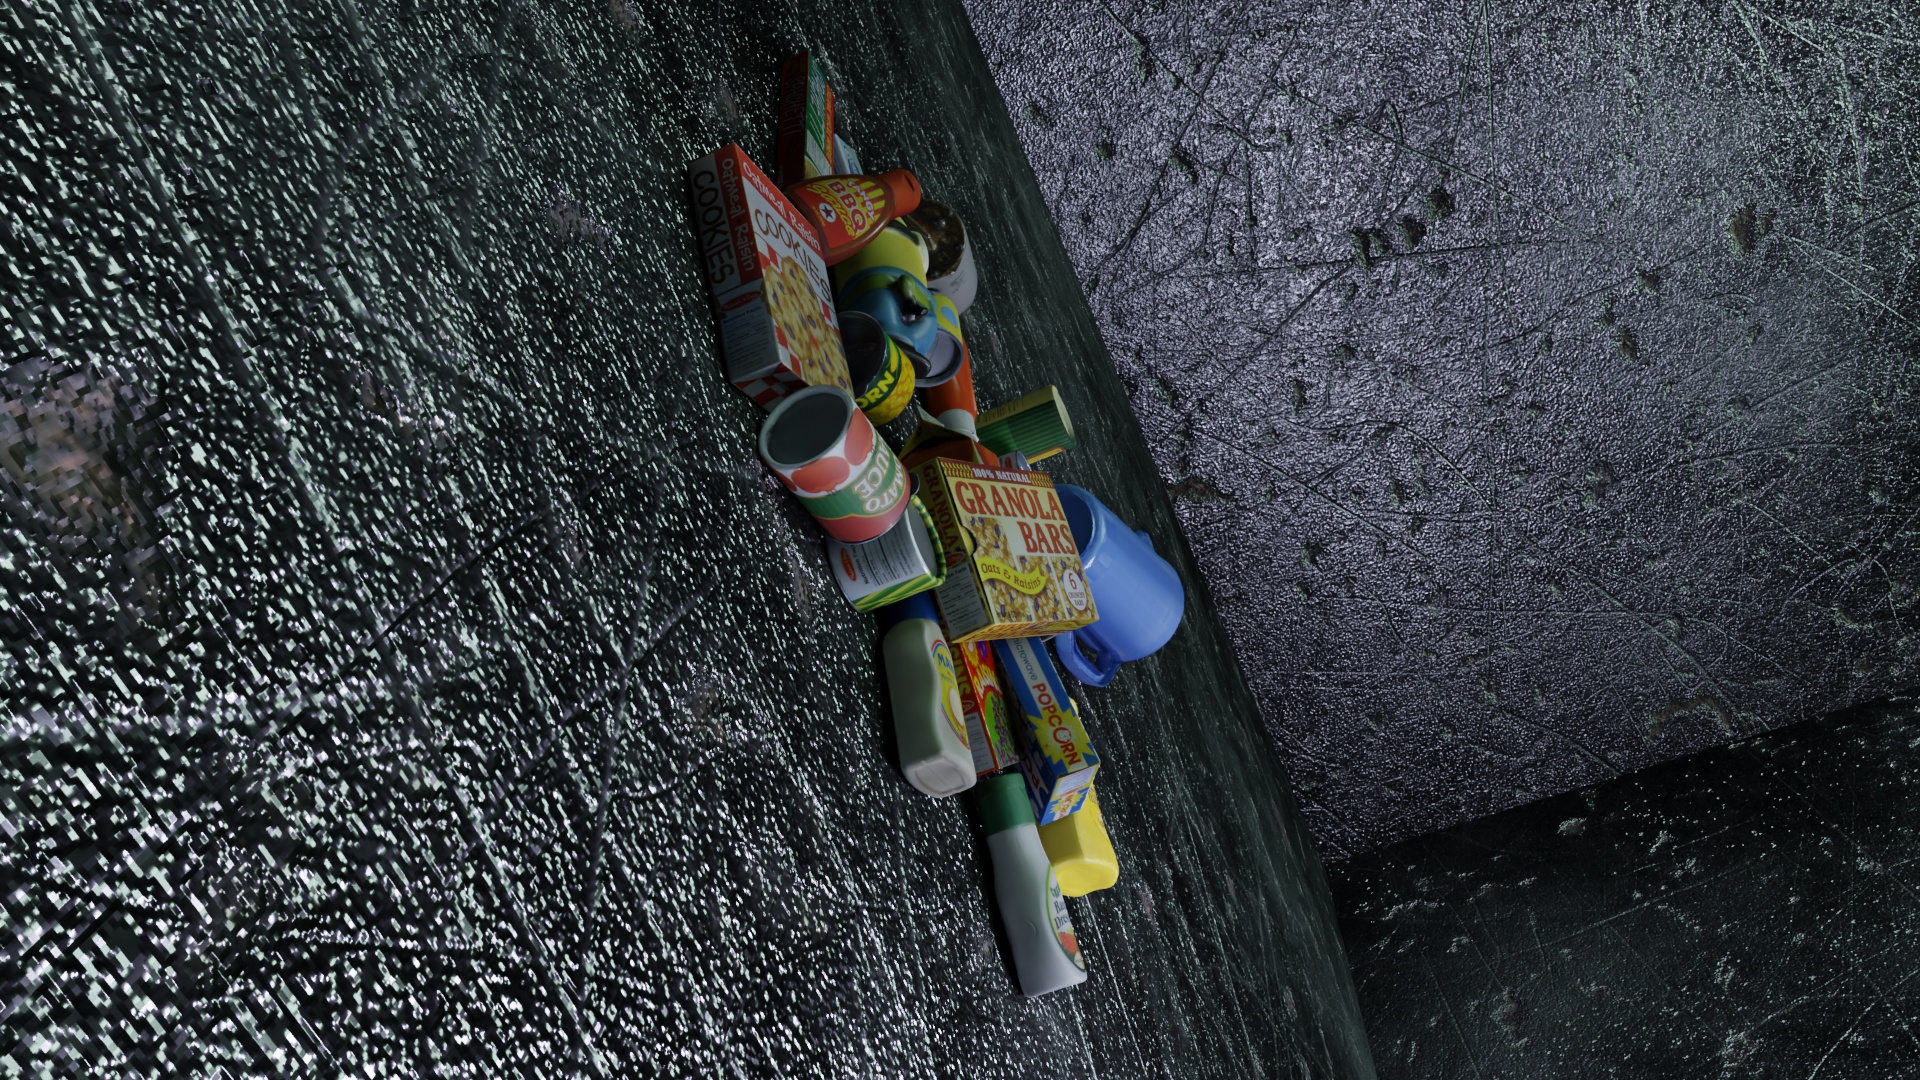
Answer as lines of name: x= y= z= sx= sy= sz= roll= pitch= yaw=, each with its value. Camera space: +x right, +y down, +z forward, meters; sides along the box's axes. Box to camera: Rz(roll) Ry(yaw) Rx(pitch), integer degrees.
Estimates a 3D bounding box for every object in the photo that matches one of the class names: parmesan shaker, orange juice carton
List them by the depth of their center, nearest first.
orange juice carton: x=0.004 y=-0.014 z=1.111 sx=0.072 sy=0.073 sz=0.193 roll=24 pitch=46 yaw=-70
parmesan shaker: x=0.056 y=-0.105 z=1.380 sx=0.071 sy=0.103 sz=0.071 roll=-22 pitch=91 yaw=-77

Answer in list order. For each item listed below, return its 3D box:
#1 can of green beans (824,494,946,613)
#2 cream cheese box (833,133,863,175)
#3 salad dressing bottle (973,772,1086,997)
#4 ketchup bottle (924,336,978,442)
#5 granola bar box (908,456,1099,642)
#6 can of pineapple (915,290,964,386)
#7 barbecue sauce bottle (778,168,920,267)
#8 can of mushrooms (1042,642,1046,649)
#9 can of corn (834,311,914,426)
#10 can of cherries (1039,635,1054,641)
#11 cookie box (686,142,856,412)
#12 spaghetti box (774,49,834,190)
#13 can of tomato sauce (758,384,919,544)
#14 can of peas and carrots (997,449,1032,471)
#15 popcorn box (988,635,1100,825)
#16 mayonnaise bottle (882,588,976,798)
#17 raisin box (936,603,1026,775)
can of green beans: x=-0.048 y=0.007 z=0.911 sx=0.071 sy=0.058 sz=0.071 roll=-22 pitch=91 yaw=-77
cream cheese box: x=-0.099 y=-0.312 z=1.257 sx=0.053 sy=0.024 sz=0.104 roll=9 pitch=61 yaw=-75
salad dressing bottle: x=0.045 y=0.237 z=0.962 sx=0.064 sy=0.044 sz=0.148 roll=36 pitch=35 yaw=-68
ketchup bottle: x=-0.009 y=-0.136 z=1.302 sx=0.064 sy=0.043 sz=0.149 roll=54 pitch=21 yaw=-45
granola bar box: x=0.032 y=0.007 z=1.006 sx=0.166 sy=0.039 sz=0.124 roll=3 pitch=65 yaw=-59
can of pineapple: x=-0.033 y=-0.180 z=1.231 sx=0.058 sy=0.071 sz=0.070 roll=-98 pitch=161 yaw=-44
barbecue sauce bottle: x=-0.085 y=-0.252 z=1.063 sx=0.065 sy=0.043 sz=0.149 roll=58 pitch=40 yaw=-5
can of mushrooms: x=0.048 y=0.075 z=1.232 sx=0.071 sy=0.033 sz=0.071 roll=-23 pitch=91 yaw=-77
can of corn: x=-0.072 y=-0.119 z=0.989 sx=0.058 sy=0.071 sz=0.071 roll=43 pitch=29 yaw=-63
can of cherries: x=0.041 y=0.062 z=1.165 sx=0.071 sy=0.071 sz=0.058 roll=19 pitch=51 yaw=-73
cookie box: x=-0.122 y=-0.158 z=0.913 sx=0.122 sy=0.040 sz=0.168 roll=40 pitch=33 yaw=-64
spaghetti box: x=-0.129 y=-0.335 z=1.167 sx=0.251 sy=0.028 sz=0.050 roll=-96 pitch=160 yaw=-47
can of tomato sauce: x=-0.075 y=-0.047 z=0.863 sx=0.083 sy=0.071 sz=0.071 roll=53 pitch=21 yaw=-48
can of peas and carrots: x=0.041 y=-0.045 z=1.330 sx=0.071 sy=0.058 sz=0.071 roll=-22 pitch=91 yaw=-77
popcorn box: x=0.057 y=0.138 z=1.051 sx=0.084 sy=0.038 sz=0.127 roll=101 pitch=-30 yaw=-54
mayonnaise bottle: x=-0.025 y=0.091 z=0.913 sx=0.064 sy=0.041 sz=0.149 roll=53 pitch=20 yaw=-51
raisin box: x=0.003 y=0.108 z=1.000 sx=0.086 sy=0.040 sz=0.123 roll=15 pitch=57 yaw=-73
